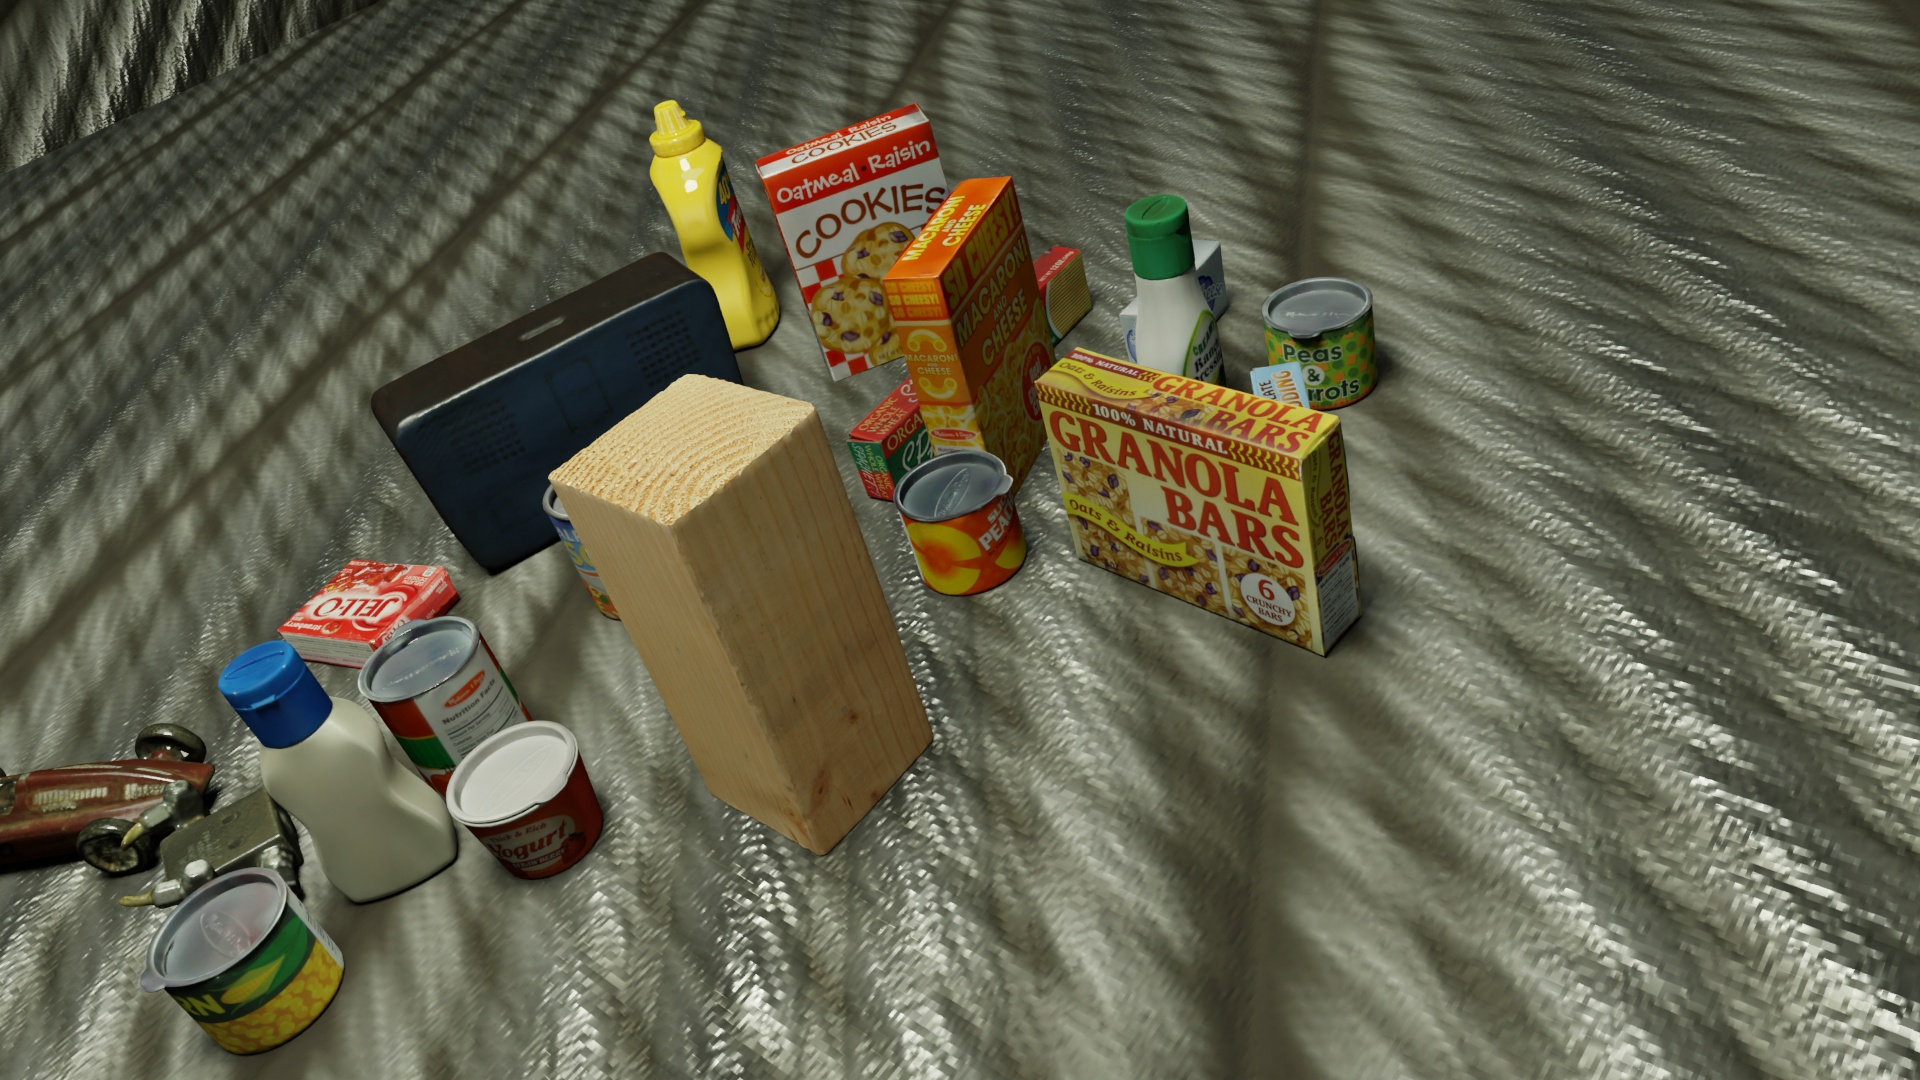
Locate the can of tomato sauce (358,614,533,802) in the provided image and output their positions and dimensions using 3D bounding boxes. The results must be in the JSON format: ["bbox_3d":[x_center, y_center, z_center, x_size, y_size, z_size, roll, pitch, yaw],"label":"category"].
[{"bbox_3d":[-0.278,0.092,0.760,0.071,0.082,0.071,-11,36,8],"label":"can of tomato sauce"}]

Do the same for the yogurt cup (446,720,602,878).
[{"bbox_3d":[-0.217,0.134,0.705,0.072,0.053,0.073,-11,36,8],"label":"yogurt cup"}]

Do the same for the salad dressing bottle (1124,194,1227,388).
[{"bbox_3d":[0.129,-0.134,0.838,0.044,0.147,0.064,13,45,35],"label":"salad dressing bottle"}]

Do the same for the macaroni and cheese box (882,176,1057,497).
[{"bbox_3d":[0.012,-0.118,0.849,0.040,0.165,0.124,3,40,26],"label":"macaroni and cheese box"}]

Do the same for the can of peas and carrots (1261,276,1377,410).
[{"bbox_3d":[0.222,-0.120,0.857,0.071,0.058,0.071,-11,36,8],"label":"can of peas and carrots"}]

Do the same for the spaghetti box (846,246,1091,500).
[{"bbox_3d":[0.013,-0.118,0.949,0.029,0.050,0.251,13,45,35],"label":"spaghetti box"}]

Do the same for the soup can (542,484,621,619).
[{"bbox_3d":[-0.209,-0.001,0.855,0.071,0.083,0.072,-11,36,8],"label":"soup can"}]

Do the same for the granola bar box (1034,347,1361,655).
[{"bbox_3d":[0.122,-0.023,0.715,0.166,0.123,0.039,23,52,42],"label":"granola bar box"}]

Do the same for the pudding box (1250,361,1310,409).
[{"bbox_3d":[0.187,-0.061,0.800,0.030,0.049,0.084,-9,37,12],"label":"pudding box"}]

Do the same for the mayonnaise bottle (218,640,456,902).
[{"bbox_3d":[-0.310,0.114,0.688,0.065,0.147,0.041,-24,36,-9],"label":"mayonnaise bottle"}]

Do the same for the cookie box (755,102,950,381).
[{"bbox_3d":[-0.063,-0.214,1.006,0.123,0.166,0.040,-21,36,-5],"label":"cookie box"}]

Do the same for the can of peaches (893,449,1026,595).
[{"bbox_3d":[0.003,-0.010,0.802,0.071,0.057,0.071,-11,36,8],"label":"can of peaches"}]

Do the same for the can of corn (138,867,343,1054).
[{"bbox_3d":[-0.341,0.202,0.661,0.071,0.058,0.071,-11,36,8],"label":"can of corn"}]

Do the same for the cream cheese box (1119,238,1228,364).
[{"bbox_3d":[0.147,-0.156,0.941,0.024,0.053,0.104,13,46,36],"label":"cream cheese box"}]
